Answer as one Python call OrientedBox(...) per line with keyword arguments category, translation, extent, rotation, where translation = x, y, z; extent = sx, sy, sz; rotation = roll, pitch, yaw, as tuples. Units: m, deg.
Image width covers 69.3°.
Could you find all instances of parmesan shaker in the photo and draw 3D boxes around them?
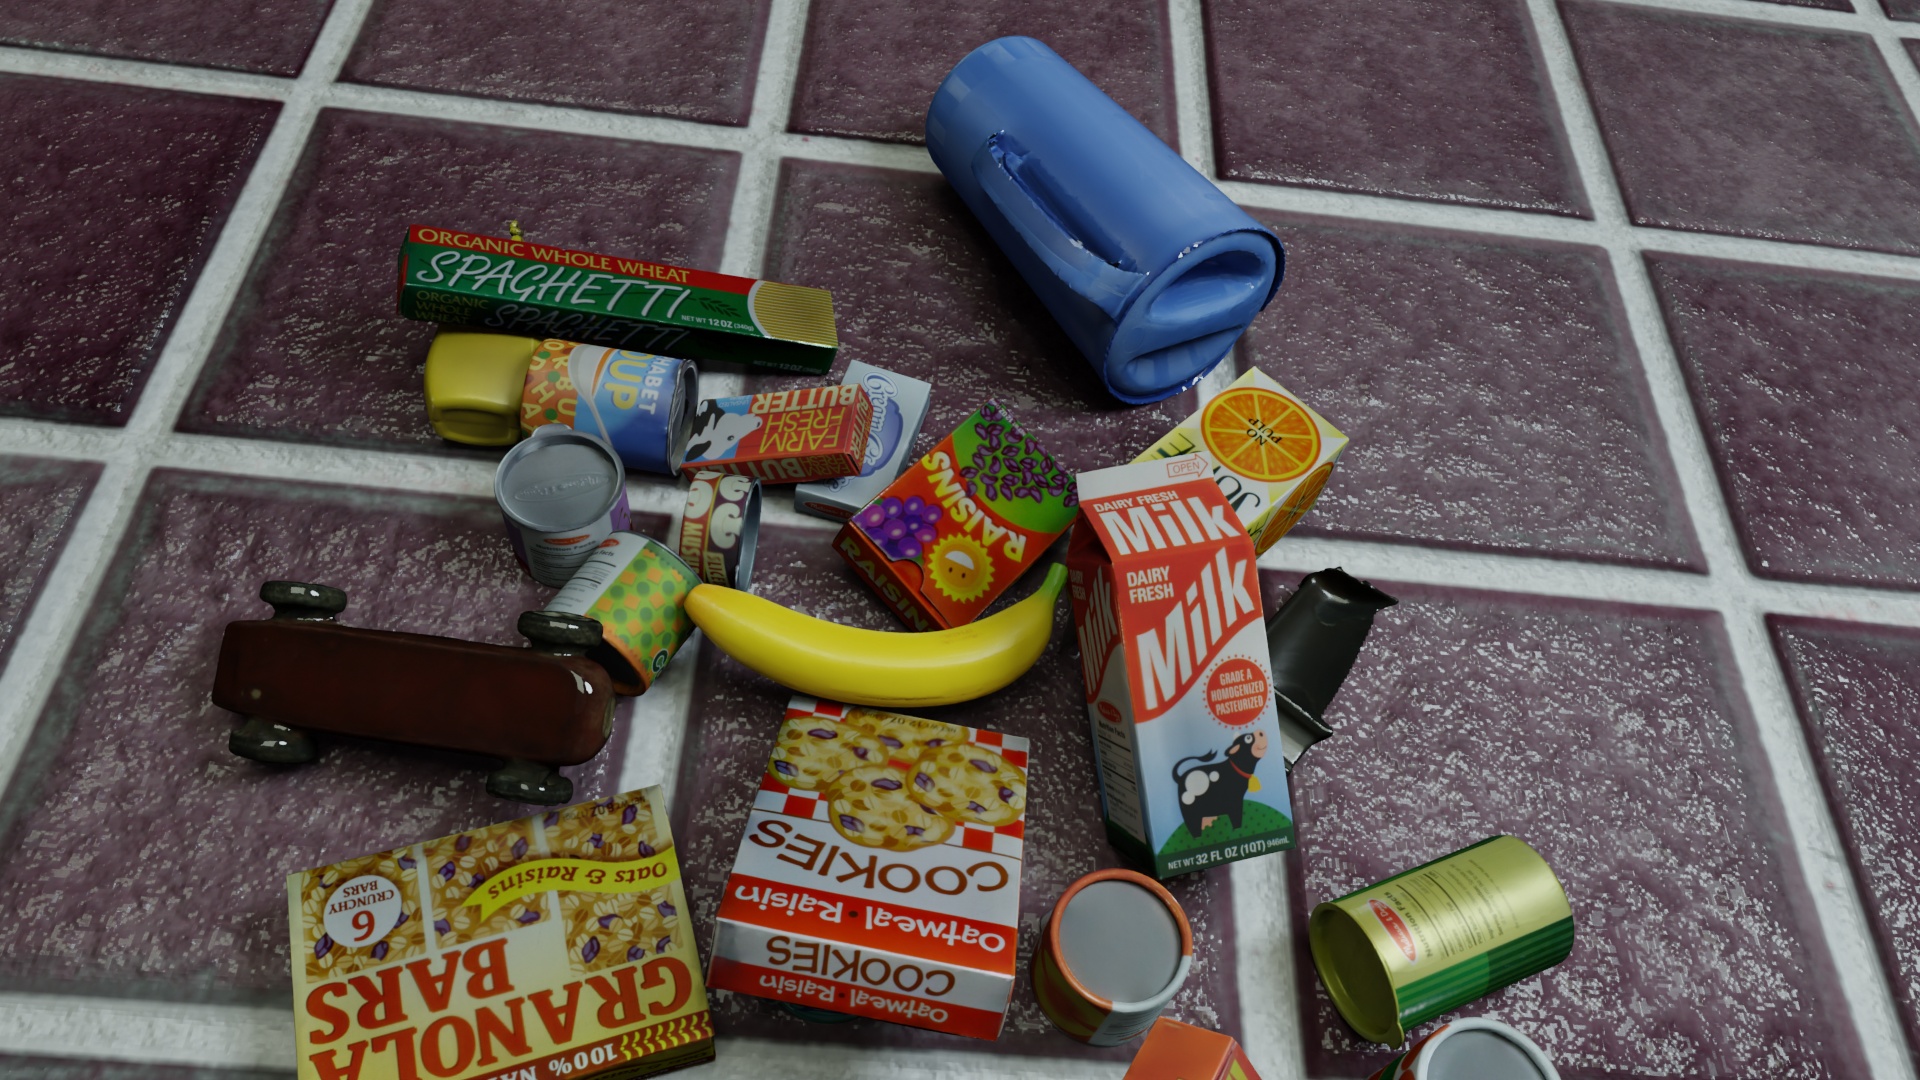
OrientedBox(category="parmesan shaker", translation=(0.229, 0.189, 0.658), extent=(0.103, 0.071, 0.071), rotation=(-15, 59, -18))

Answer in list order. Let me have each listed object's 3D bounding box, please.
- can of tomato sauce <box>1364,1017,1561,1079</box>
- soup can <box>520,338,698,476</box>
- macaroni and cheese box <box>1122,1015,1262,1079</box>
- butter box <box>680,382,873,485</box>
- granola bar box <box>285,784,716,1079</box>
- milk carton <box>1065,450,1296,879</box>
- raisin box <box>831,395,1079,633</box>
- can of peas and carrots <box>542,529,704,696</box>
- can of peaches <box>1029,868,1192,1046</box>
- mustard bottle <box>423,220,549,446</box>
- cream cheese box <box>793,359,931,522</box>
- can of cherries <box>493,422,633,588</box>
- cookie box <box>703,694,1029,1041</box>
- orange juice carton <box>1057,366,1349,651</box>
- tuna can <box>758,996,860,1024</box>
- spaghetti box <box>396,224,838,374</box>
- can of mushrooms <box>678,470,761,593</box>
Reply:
OrientedBox(category="can of tomato sauce", translation=(0.214, 0.253, 0.602), extent=(0.071, 0.082, 0.071), rotation=(4, 55, -5))
OrientedBox(category="soup can", translation=(-0.196, -0.078, 0.782), extent=(0.084, 0.071, 0.072), rotation=(9, 55, -1))
OrientedBox(category="macaroni and cheese box", translation=(0.096, 0.284, 0.526), extent=(0.040, 0.166, 0.124), rotation=(-1, 40, 47))
OrientedBox(category="butter box", translation=(-0.103, -0.059, 0.787), extent=(0.103, 0.024, 0.053), rotation=(-4, 51, 16))
OrientedBox(category="granola bar box", translation=(-0.203, 0.190, 0.617), extent=(0.166, 0.038, 0.124), rotation=(-12, 57, -15))
OrientedBox(category="milk carton", translation=(0.102, 0.056, 0.671), extent=(0.072, 0.073, 0.190), rotation=(-10, 93, -13))
OrientedBox(category="raisin box", translation=(0.003, -0.010, 0.767), extent=(0.086, 0.040, 0.124), rotation=(47, 61, 0))
OrientedBox(category="can of peas and carrots", translation=(-0.169, 0.039, 0.710), extent=(0.071, 0.070, 0.059), rotation=(27, 57, 11))
OrientedBox(category="can of peaches", translation=(0.067, 0.190, 0.641), extent=(0.071, 0.057, 0.071), rotation=(4, 56, -5))
OrientedBox(category="mustard bottle", translation=(-0.272, -0.129, 0.821), extent=(0.065, 0.048, 0.161), rotation=(7, 54, -10))
OrientedBox(category="cream cheese box", translation=(-0.056, -0.056, 0.814), extent=(0.053, 0.024, 0.104), rotation=(17, 56, 2))
OrientedBox(category="can of cherries", translation=(-0.211, -0.019, 0.747), extent=(0.071, 0.058, 0.072), rotation=(3, 56, -4))
OrientedBox(category="cookie box", translation=(-0.035, 0.141, 0.629), extent=(0.123, 0.040, 0.168), rotation=(11, 27, 0))
OrientedBox(category="orange juice carton", translation=(0.124, -0.009, 0.777), extent=(0.193, 0.071, 0.073), rotation=(-37, 67, -28))
OrientedBox(category="tuna can", translation=(-0.062, 0.187, 0.641), extent=(0.071, 0.032, 0.071), rotation=(4, 55, -5))
OrientedBox(category="spaghetti box", translation=(-0.194, -0.138, 0.811), extent=(0.250, 0.028, 0.050), rotation=(5, 53, -23))
OrientedBox(category="can of mushrooms", translation=(-0.128, -0.002, 0.741), extent=(0.033, 0.070, 0.071), rotation=(8, 55, -2))
